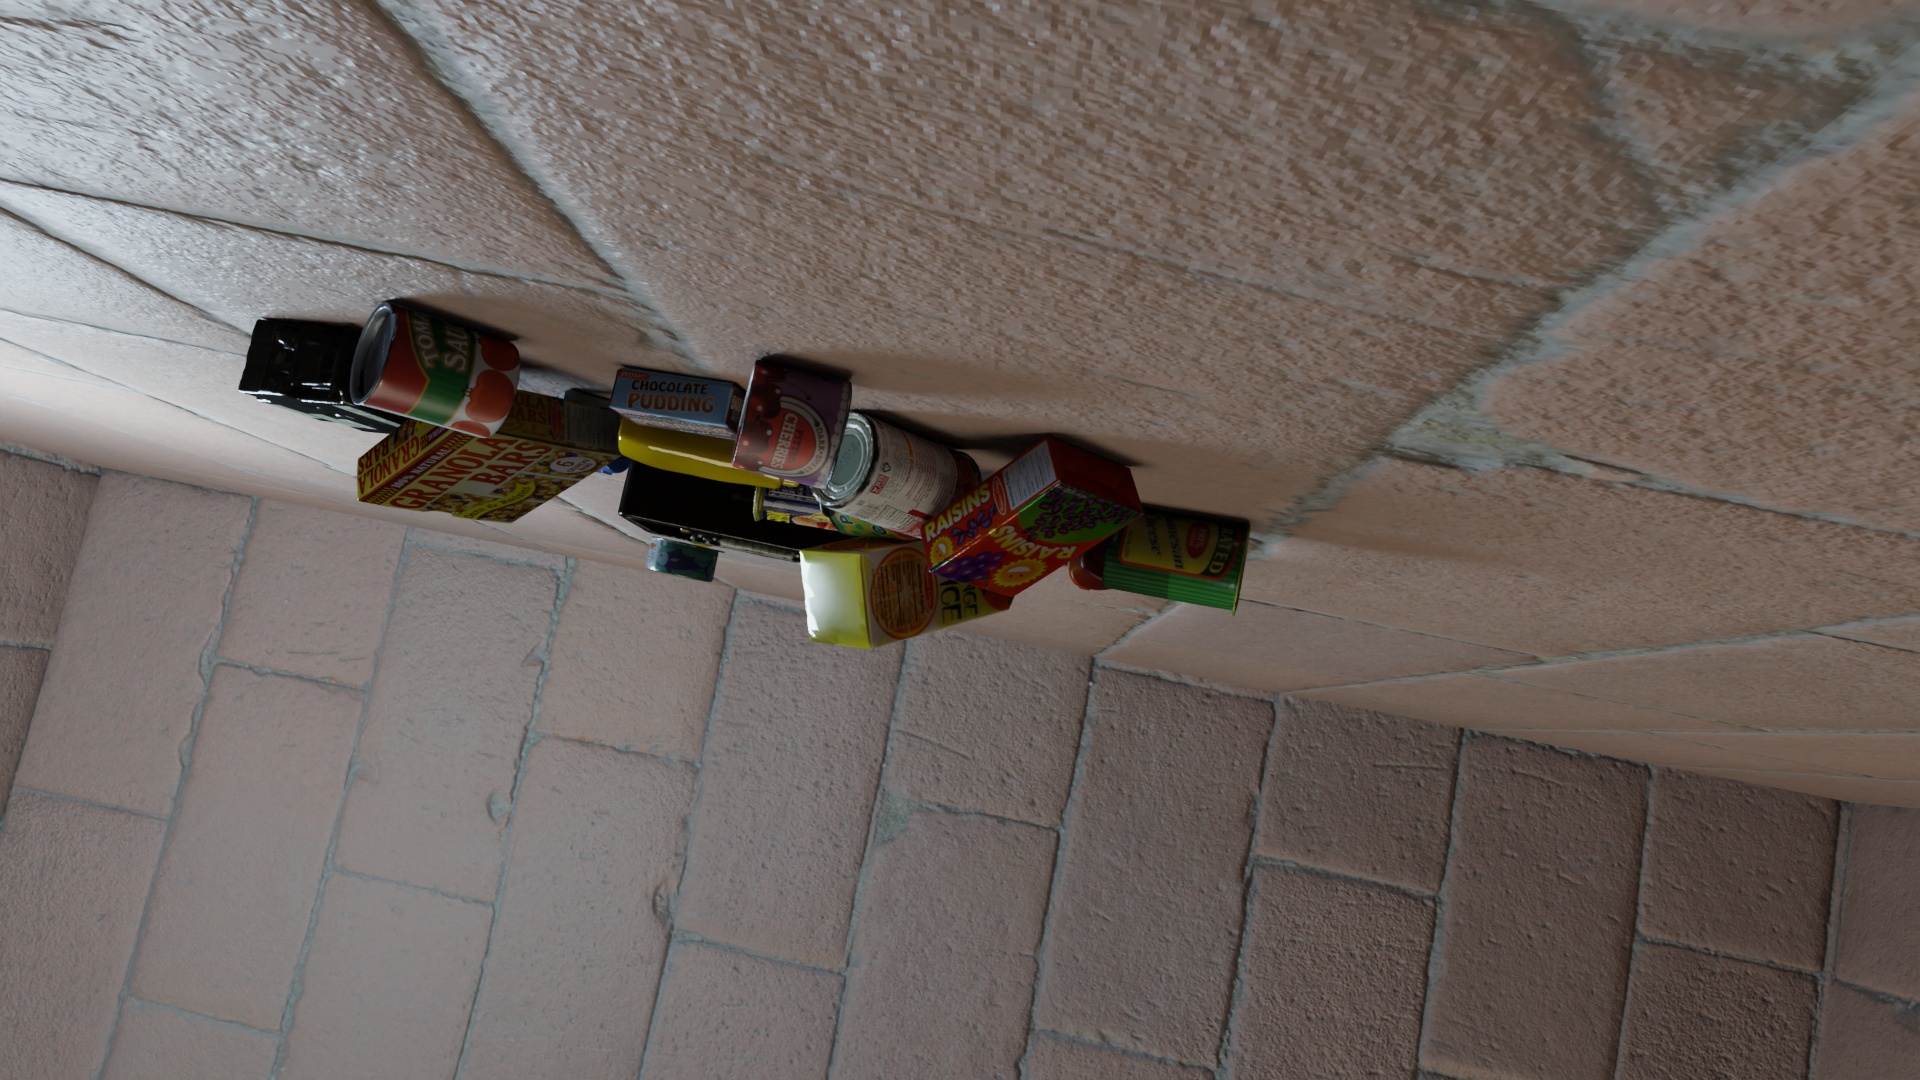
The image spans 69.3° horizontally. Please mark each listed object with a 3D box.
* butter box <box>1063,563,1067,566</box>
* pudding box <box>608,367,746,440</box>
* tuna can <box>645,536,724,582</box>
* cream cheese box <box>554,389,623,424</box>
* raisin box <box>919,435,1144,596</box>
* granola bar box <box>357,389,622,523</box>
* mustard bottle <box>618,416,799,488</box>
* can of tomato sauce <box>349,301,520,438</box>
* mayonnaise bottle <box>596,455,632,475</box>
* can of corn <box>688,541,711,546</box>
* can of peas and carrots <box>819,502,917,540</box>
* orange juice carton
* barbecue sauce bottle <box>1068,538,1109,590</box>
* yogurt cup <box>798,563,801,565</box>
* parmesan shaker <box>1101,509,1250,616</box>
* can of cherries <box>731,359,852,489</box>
[{"bbox_3d":[0.048,0.004,1.343,0.103,0.024,0.053,13,172,-20],"label":"butter box"},{"bbox_3d":[-0.184,-0.091,0.924,0.084,0.030,0.049,10,172,10],"label":"pudding box"},{"bbox_3d":[-0.265,0.019,1.339,0.071,0.033,0.071,12,177,1],"label":"tuna can"},{"bbox_3d":[-0.263,-0.090,1.077,0.104,0.024,0.053,14,171,-27],"label":"cream cheese box"},{"bbox_3d":[0.046,-0.012,0.919,0.086,0.040,0.123,17,139,-43],"label":"raisin box"},{"bbox_3d":[-0.347,-0.061,1.020,0.165,0.039,0.124,-23,157,40],"label":"granola bar box"},{"bbox_3d":[-0.162,-0.067,0.999,0.160,0.049,0.065,12,168,-9],"label":"mustard bottle"},{"bbox_3d":[-0.331,-0.108,0.879,0.083,0.071,0.071,17,171,-39],"label":"can of tomato sauce"},{"bbox_3d":[-0.354,-0.081,1.225,0.148,0.041,0.065,6,172,31],"label":"mayonnaise bottle"},{"bbox_3d":[-0.257,-0.030,1.389,0.071,0.071,0.058,10,173,5],"label":"can of corn"},{"bbox_3d":[-0.059,-0.034,1.026,0.058,0.071,0.071,5,170,36],"label":"can of peas and carrots"},{"bbox_3d":[-0.026,0.027,1.079,0.072,0.073,0.193,2,-169,44],"label":"orange juice carton"},{"bbox_3d":[0.130,0.023,1.293,0.065,0.043,0.148,12,173,-4],"label":"barbecue sauce bottle"},{"bbox_3d":[-0.133,-0.004,1.406,0.054,0.072,0.072,7,177,-44],"label":"yogurt cup"},{"bbox_3d":[0.164,0.016,1.062,0.103,0.071,0.071,10,173,13],"label":"parmesan shaker"},{"bbox_3d":[-0.100,-0.068,0.819,0.058,0.071,0.071,14,172,-12],"label":"can of cherries"}]
